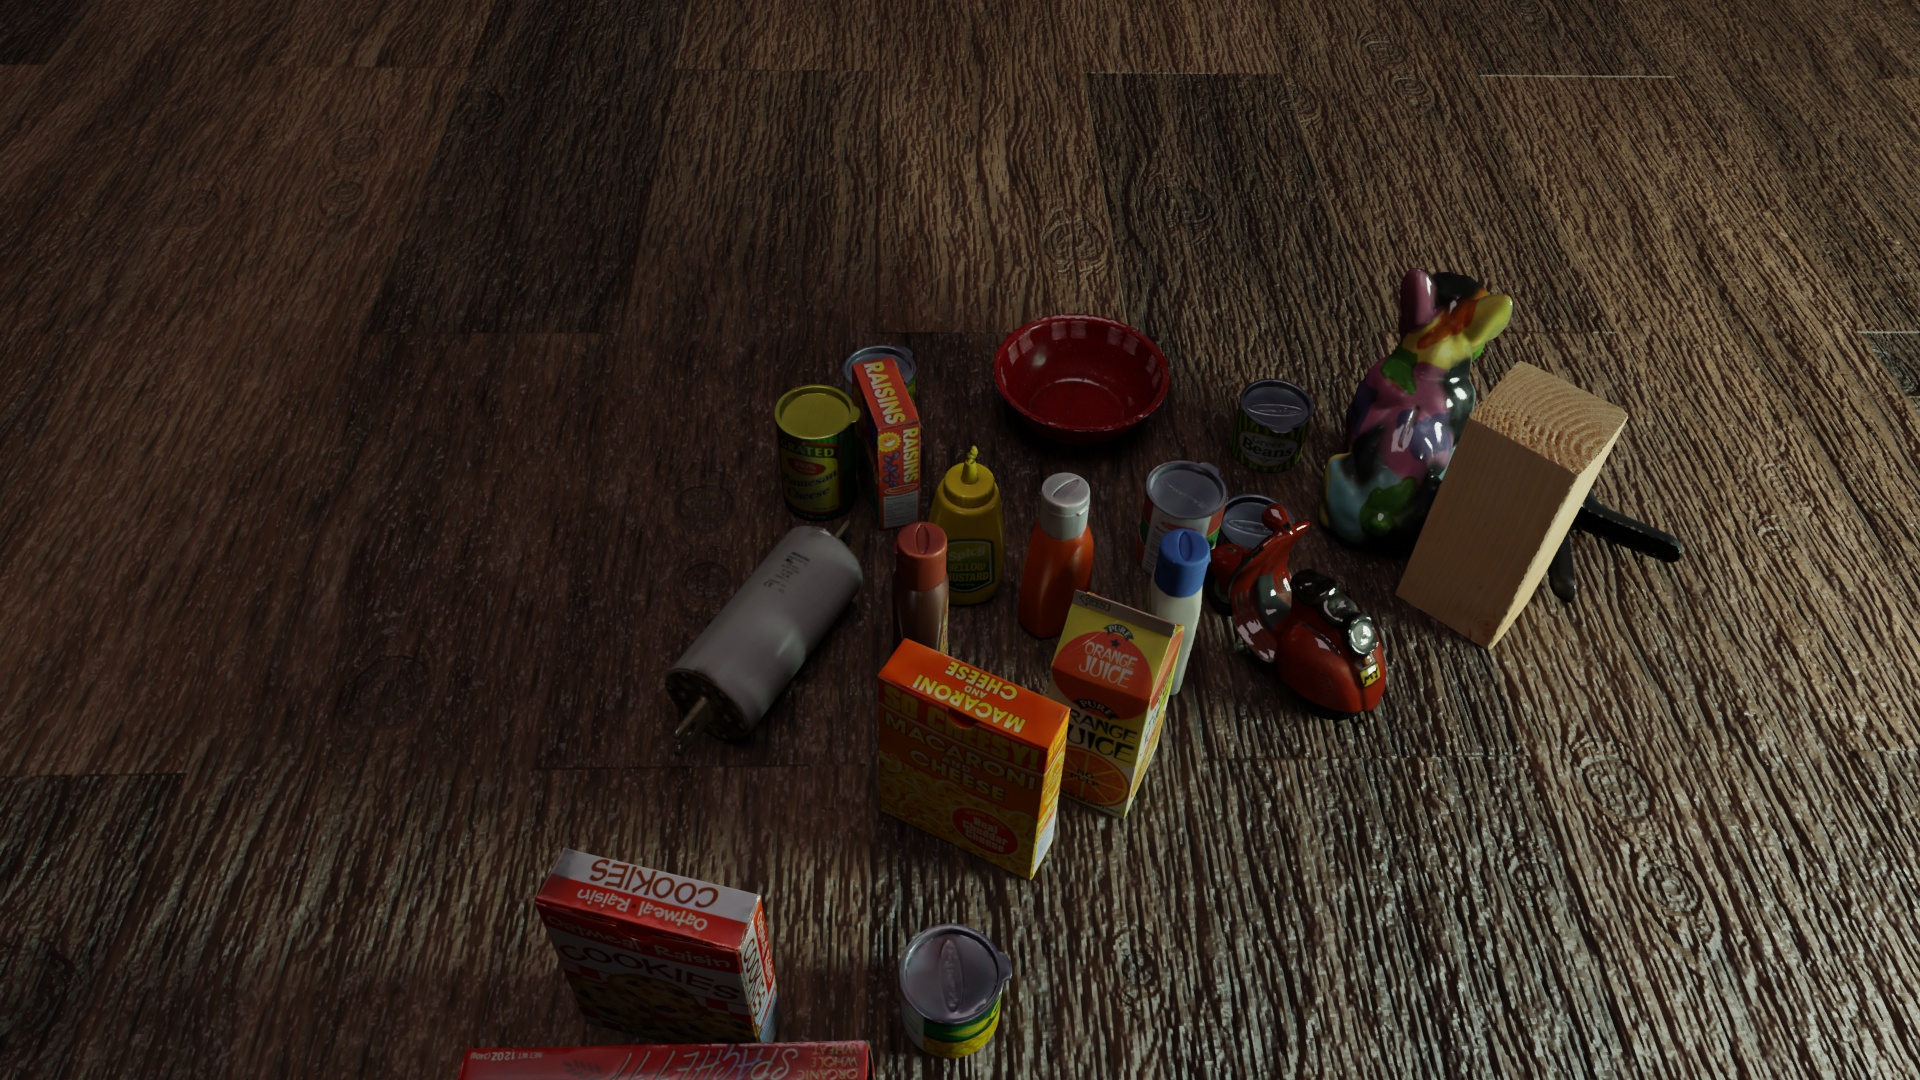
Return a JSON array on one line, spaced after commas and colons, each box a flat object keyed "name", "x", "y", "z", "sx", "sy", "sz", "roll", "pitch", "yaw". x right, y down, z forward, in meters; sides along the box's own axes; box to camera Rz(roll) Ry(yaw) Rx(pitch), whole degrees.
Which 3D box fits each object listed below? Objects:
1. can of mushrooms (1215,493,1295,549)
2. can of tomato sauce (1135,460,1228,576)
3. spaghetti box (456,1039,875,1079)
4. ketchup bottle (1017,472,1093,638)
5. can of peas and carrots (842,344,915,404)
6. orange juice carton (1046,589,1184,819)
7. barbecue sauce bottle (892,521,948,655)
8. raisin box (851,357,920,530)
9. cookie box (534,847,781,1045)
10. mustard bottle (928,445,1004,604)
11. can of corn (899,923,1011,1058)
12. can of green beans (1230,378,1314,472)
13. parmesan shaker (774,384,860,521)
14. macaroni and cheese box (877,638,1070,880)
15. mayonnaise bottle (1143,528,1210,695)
[{"name": "can of mushrooms", "x": 0.249, "y": -0.004, "z": 1.183, "sx": 0.071, "sy": 0.033, "sz": 0.071, "roll": 1, "pitch": 48, "yaw": -1}, {"name": "can of tomato sauce", "x": 0.184, "y": -0.016, "z": 1.159, "sx": 0.071, "sy": 0.082, "sz": 0.071, "roll": 1, "pitch": 48, "yaw": -1}, {"name": "spaghetti box", "x": -0.177, "y": 0.332, "z": 0.853, "sx": 0.250, "sy": 0.049, "sz": 0.029, "roll": 0, "pitch": 48, "yaw": -2}, {"name": "ketchup bottle", "x": 0.078, "y": 0.011, "z": 1.086, "sx": 0.065, "sy": 0.148, "sz": 0.043, "roll": -35, "pitch": 58, "yaw": -29}, {"name": "can of peas and carrots", "x": -0.072, "y": -0.138, "z": 1.276, "sx": 0.071, "sy": 0.058, "sz": 0.071, "roll": 1, "pitch": 48, "yaw": -1}, {"name": "orange juice carton", "x": 0.105, "y": 0.106, "z": 0.972, "sx": 0.072, "sy": 0.191, "sz": 0.073, "roll": 19, "pitch": 50, "yaw": 15}, {"name": "barbecue sauce bottle", "x": -0.030, "y": 0.048, "z": 1.050, "sx": 0.044, "sy": 0.147, "sz": 0.065, "roll": 0, "pitch": 48, "yaw": -2}, {"name": "raisin box", "x": -0.063, "y": -0.082, "z": 1.182, "sx": 0.040, "sy": 0.122, "sz": 0.086, "roll": -12, "pitch": 49, "yaw": -12}, {"name": "cookie box", "x": -0.178, "y": 0.257, "z": 0.843, "sx": 0.123, "sy": 0.166, "sz": 0.040, "roll": 11, "pitch": 49, "yaw": 8}, {"name": "mustard bottle", "x": 0.004, "y": -0.014, "z": 1.099, "sx": 0.065, "sy": 0.159, "sz": 0.049, "roll": -2, "pitch": 48, "yaw": -4}, {"name": "can of corn", "x": -0.004, "y": 0.290, "z": 0.893, "sx": 0.071, "sy": 0.058, "sz": 0.071, "roll": 1, "pitch": 48, "yaw": -1}, {"name": "can of green beans", "x": 0.281, "y": -0.104, "z": 1.258, "sx": 0.071, "sy": 0.057, "sz": 0.071, "roll": 1, "pitch": 48, "yaw": -1}, {"name": "parmesan shaker", "x": -0.119, "y": -0.073, "z": 1.186, "sx": 0.071, "sy": 0.102, "sz": 0.072, "roll": 1, "pitch": 48, "yaw": -1}, {"name": "macaroni and cheese box", "x": 0.006, "y": 0.152, "z": 0.945, "sx": 0.124, "sy": 0.165, "sz": 0.040, "roll": 21, "pitch": 51, "yaw": 17}, {"name": "mayonnaise bottle", "x": 0.159, "y": 0.052, "z": 1.053, "sx": 0.041, "sy": 0.147, "sz": 0.065, "roll": 4, "pitch": 48, "yaw": 1}]
